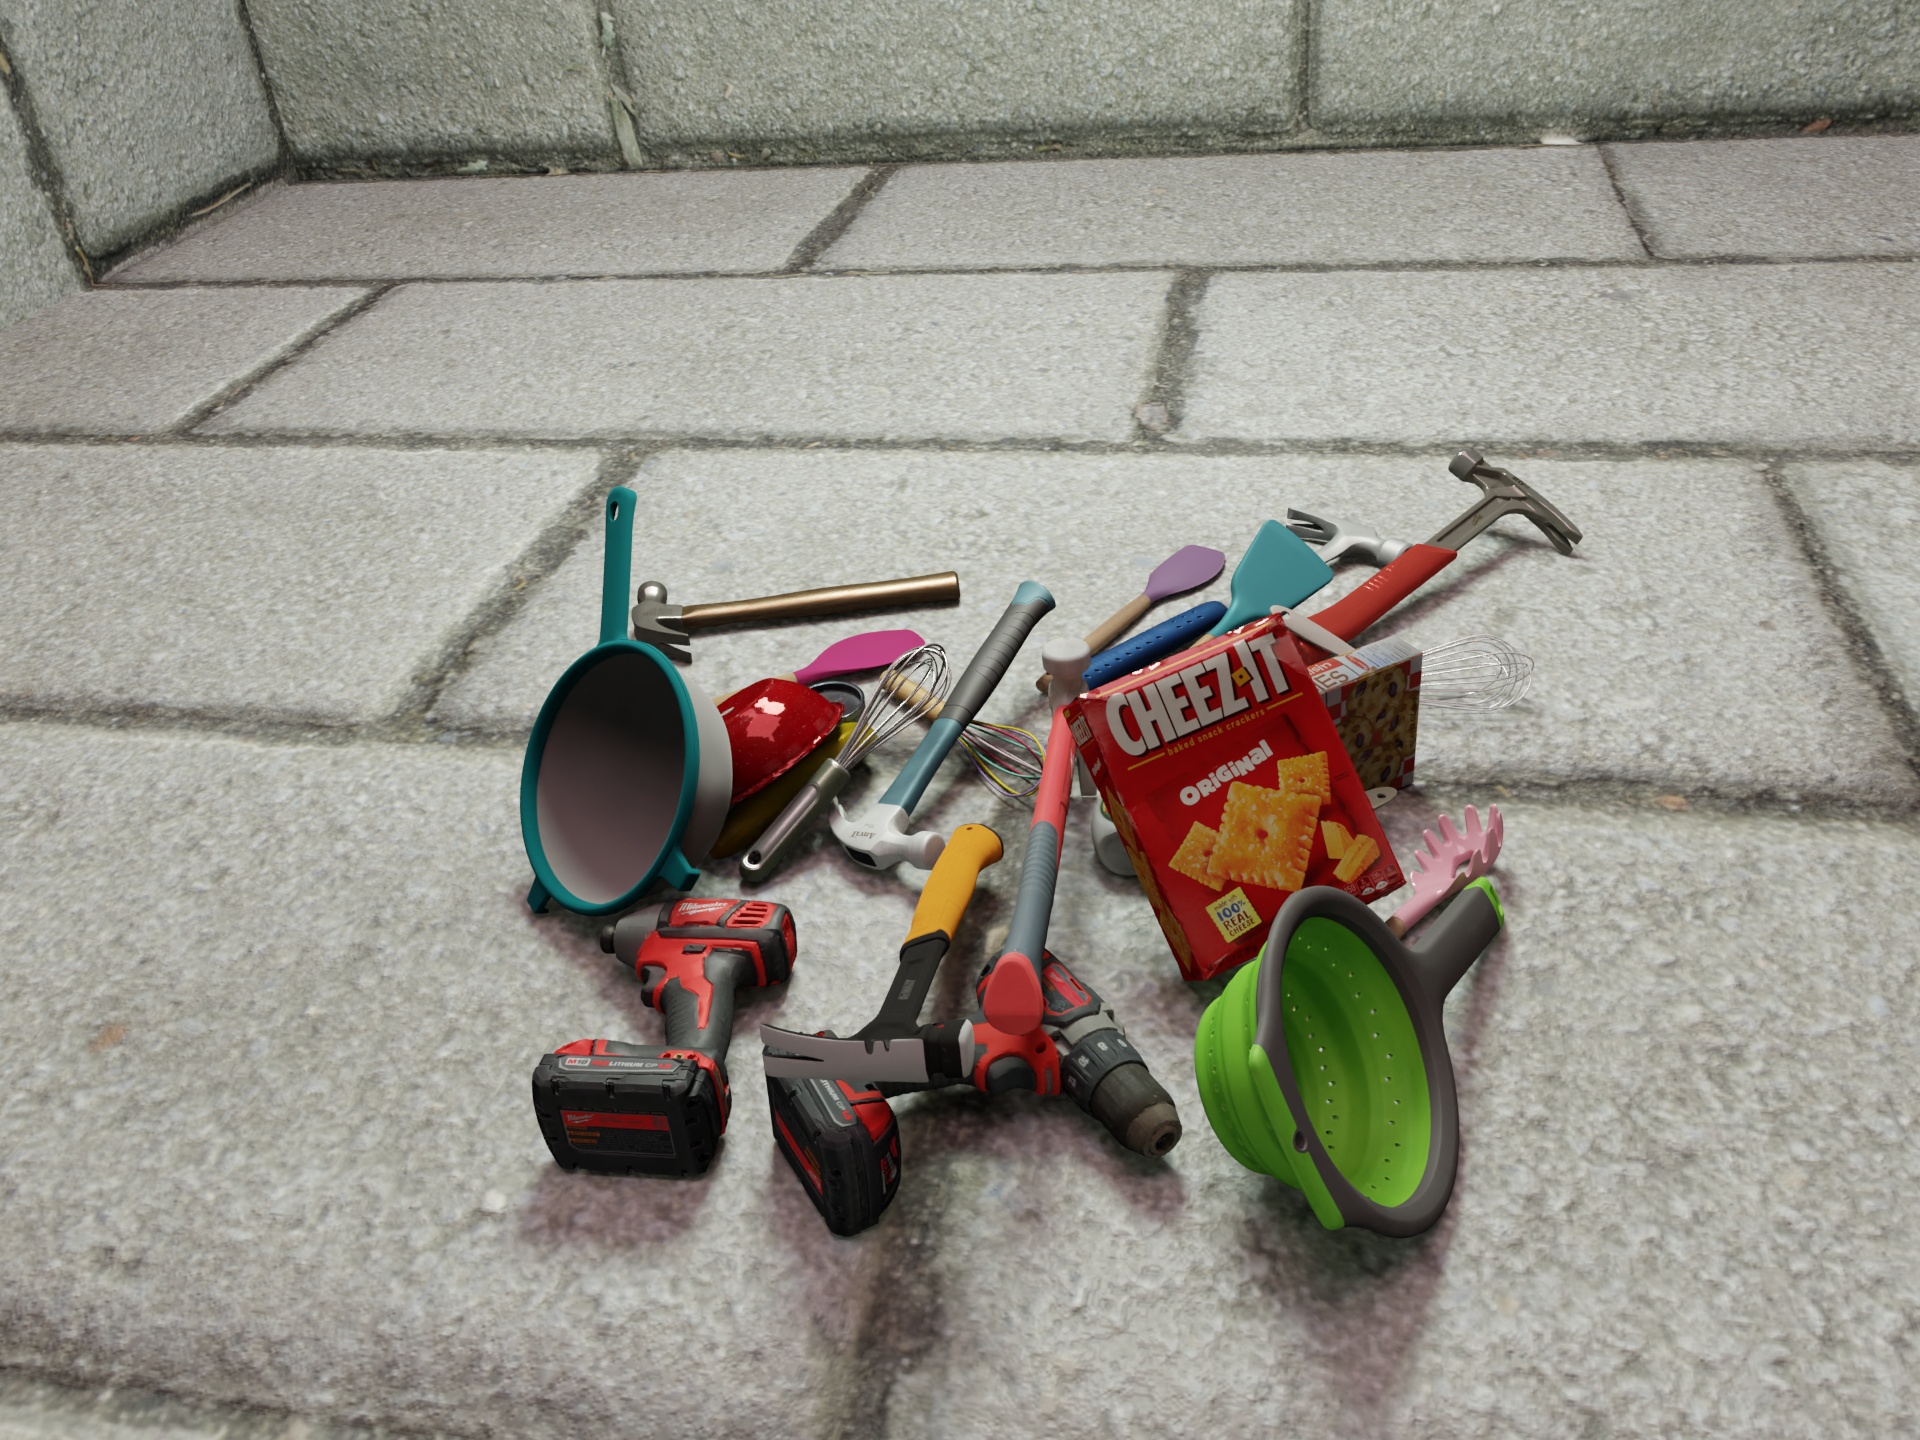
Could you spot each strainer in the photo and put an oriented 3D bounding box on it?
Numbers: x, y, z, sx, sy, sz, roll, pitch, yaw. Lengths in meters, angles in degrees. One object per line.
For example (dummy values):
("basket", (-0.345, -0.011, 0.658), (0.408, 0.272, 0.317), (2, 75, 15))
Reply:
("strainer", (-0.244, -0.013, 1.249), (0.211, 0.340, 0.095), (-13, -19, 39))

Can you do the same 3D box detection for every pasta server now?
("pasta server", (0.289, 0.152, 1.119), (0.316, 0.040, 0.060), (-33, 14, -32))

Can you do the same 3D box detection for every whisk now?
("whisk", (-0.092, 0.032, 1.275), (0.058, 0.059, 0.246), (33, 76, 29))
("whisk", (0.349, -0.031, 1.376), (0.284, 0.070, 0.070), (-6, 33, 8))
("whisk", (0.002, 0.002, 1.388), (0.051, 0.047, 0.245), (-25, 35, -25))

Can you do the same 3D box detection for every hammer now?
("hammer", (-0.165, -0.116, 1.602), (0.331, 0.031, 0.130), (-7, 33, -2))
("hammer", (-0.027, 0.145, 1.073), (0.127, 0.034, 0.337), (-2, 18, 12))
("hammer", (0.253, -0.112, 1.529), (0.405, 0.035, 0.144), (-27, 39, -29))
("hammer", (-0.002, -0.004, 1.336), (0.128, 0.033, 0.331), (2, 44, 36))
("hammer", (0.439, -0.139, 1.519), (0.359, 0.036, 0.149), (-35, 69, -29))
("hammer", (0.063, 0.094, 1.132), (0.038, 0.143, 0.387), (0, 31, 11))

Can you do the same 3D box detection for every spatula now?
("spatula", (0.168, -0.105, 1.547), (0.060, 0.018, 0.316), (20, 40, 32))
("spatula", (0.212, -0.064, 1.421), (0.082, 0.044, 0.317), (44, 60, 8))

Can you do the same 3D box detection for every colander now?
("colander", (0.252, 0.188, 1.017), (0.094, 0.204, 0.397), (-25, 0, 37))

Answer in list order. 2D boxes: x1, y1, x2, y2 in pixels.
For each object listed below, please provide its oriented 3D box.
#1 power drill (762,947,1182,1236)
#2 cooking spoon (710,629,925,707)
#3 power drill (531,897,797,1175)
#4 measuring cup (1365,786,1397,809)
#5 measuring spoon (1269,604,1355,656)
("power drill", (0.009, 0.236, 1.000), (0.226, 0.080, 0.188), (-18, 34, -23))
("cooking spoon", (-0.178, -0.030, 1.484), (0.319, 0.017, 0.069), (-20, 35, -22))
("power drill", (-0.204, 0.201, 1.086), (0.143, 0.078, 0.220), (1, 31, 10))
("measuring cup", (0.270, 0.094, 1.212), (0.167, 0.038, 0.083), (-22, 36, -26))
("measuring spoon", (0.333, -0.073, 1.420), (0.124, 0.018, 0.034), (29, 61, 1))
